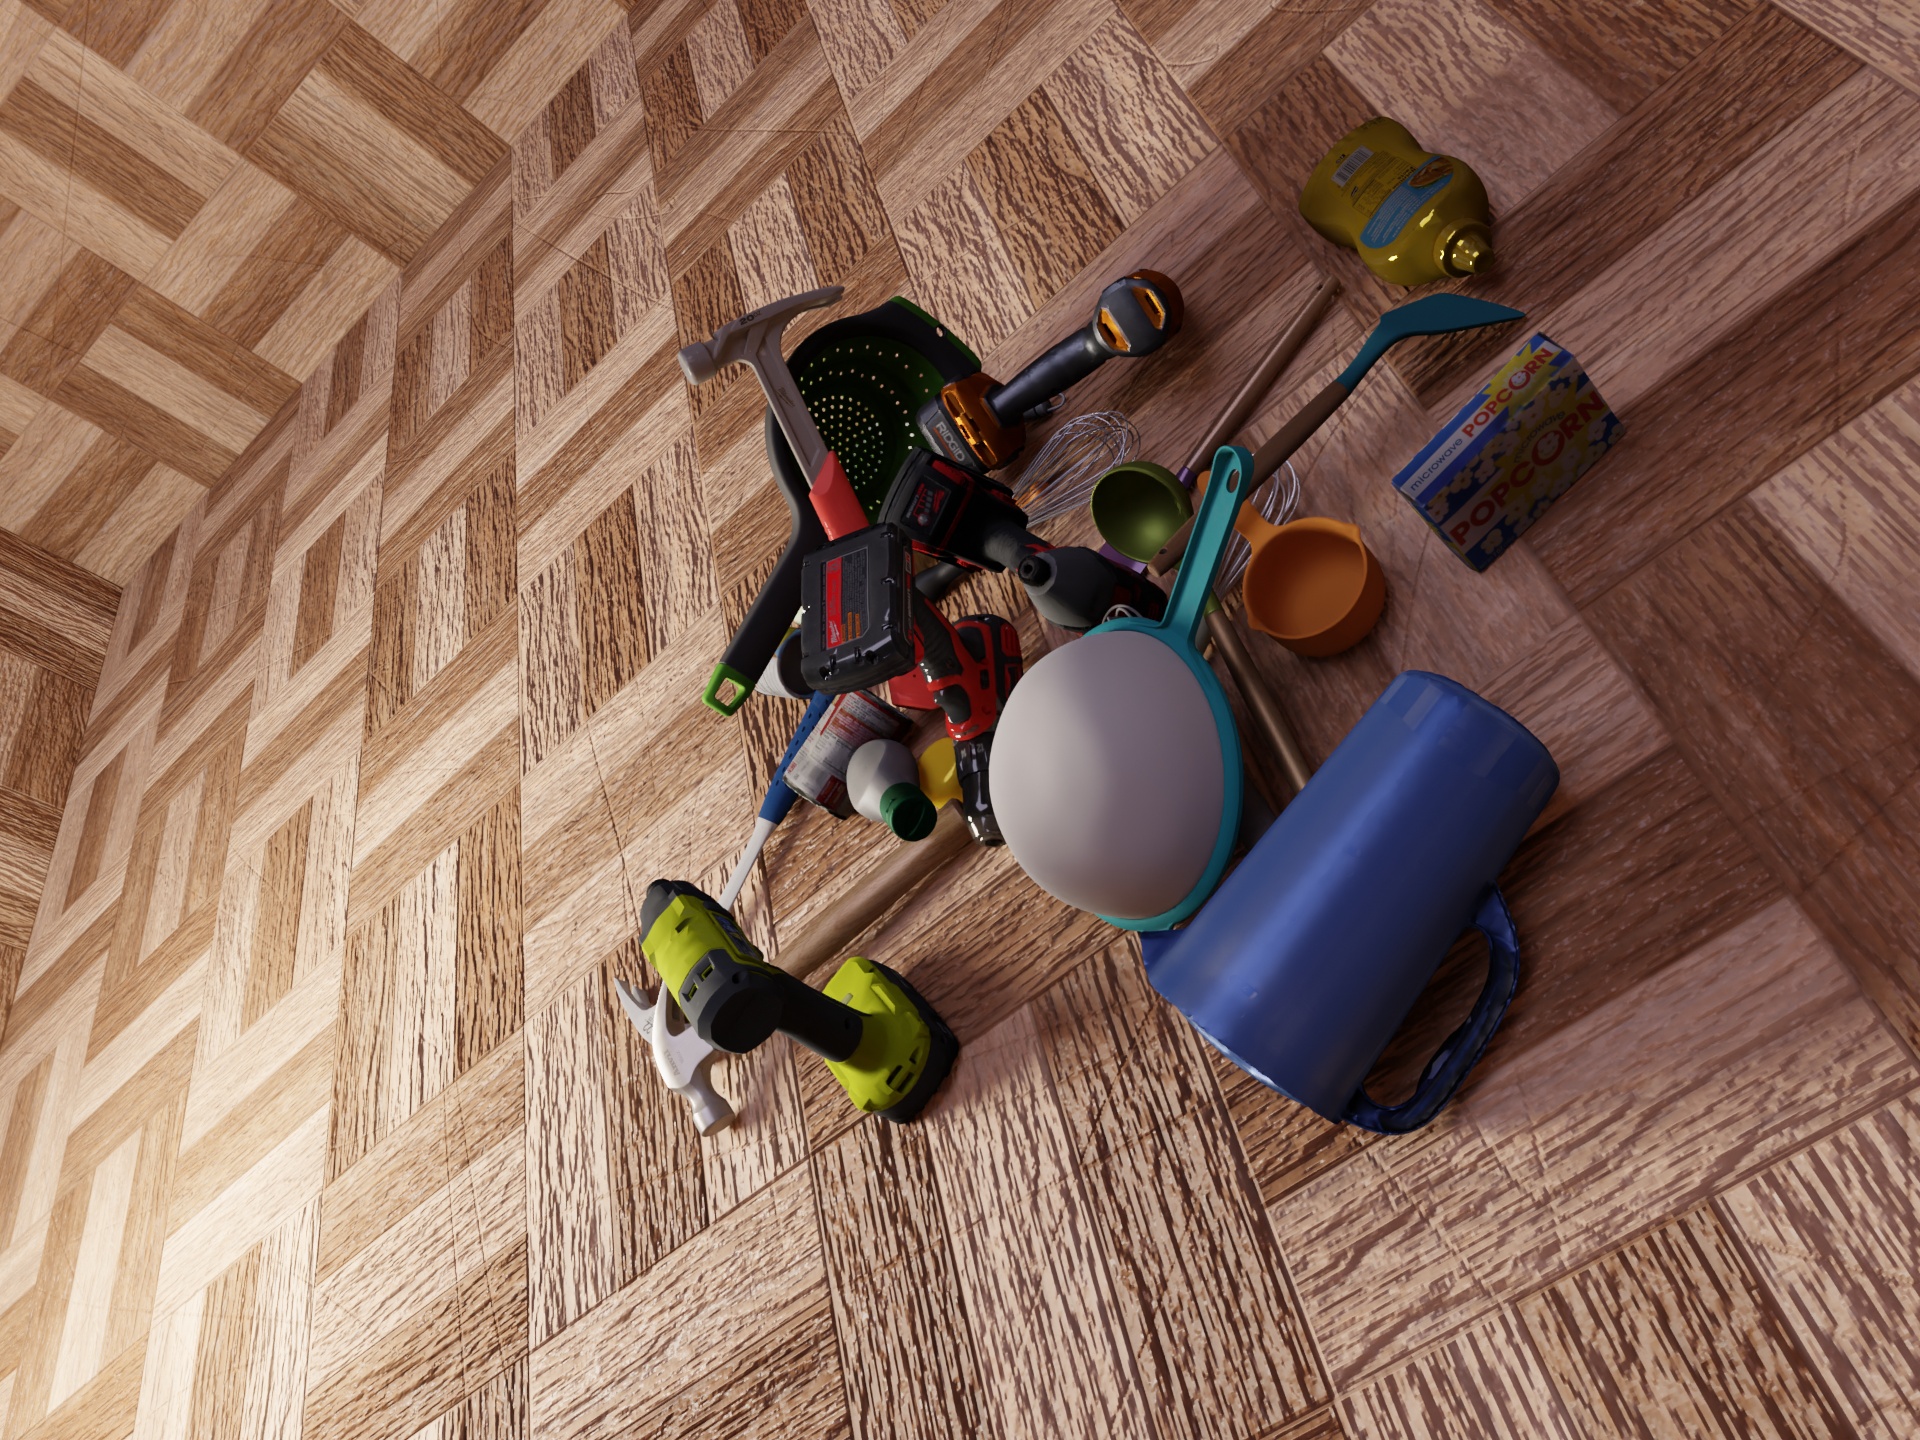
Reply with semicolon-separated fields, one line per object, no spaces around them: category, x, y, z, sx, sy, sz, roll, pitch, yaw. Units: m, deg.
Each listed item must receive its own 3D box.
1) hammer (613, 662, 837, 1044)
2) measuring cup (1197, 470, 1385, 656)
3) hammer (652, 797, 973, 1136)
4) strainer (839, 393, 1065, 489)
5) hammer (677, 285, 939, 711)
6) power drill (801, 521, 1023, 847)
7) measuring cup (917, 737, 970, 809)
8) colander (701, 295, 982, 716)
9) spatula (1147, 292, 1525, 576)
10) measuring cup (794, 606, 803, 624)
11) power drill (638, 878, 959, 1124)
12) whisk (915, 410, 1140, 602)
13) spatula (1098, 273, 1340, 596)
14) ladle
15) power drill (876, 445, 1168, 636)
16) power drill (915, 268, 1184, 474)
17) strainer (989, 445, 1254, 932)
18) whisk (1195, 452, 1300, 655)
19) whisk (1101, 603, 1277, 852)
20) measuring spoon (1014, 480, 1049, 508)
hammer;-0.178;0.097;1.397;0.144;0.035;0.405;15;75;50
measuring cup;0.221;-0.113;1.090;0.095;0.052;0.174;-45;49;12
hammer;-0.117;0.177;1.256;0.331;0.031;0.130;-42;65;11
strainer;-0.011;-0.257;1.471;0.258;0.050;0.087;-13;67;34
hammer;-0.091;-0.175;1.317;0.149;0.359;0.037;-26;0;-10
power drill;-0.020;-0.022;1.165;0.080;0.226;0.188;-17;59;26
measuring cup;-0.002;-0.004;1.285;0.062;0.029;0.157;-11;59;42
colander;-0.128;-0.181;1.401;0.397;0.204;0.094;-61;26;-12
spatula;0.247;-0.201;1.086;0.317;0.044;0.082;-43;40;-8
measuring cup;-0.143;-0.110;1.493;0.168;0.083;0.038;5;106;60
power drill;-0.120;0.190;1.116;0.080;0.223;0.171;-54;38;3
whisk;0.038;-0.166;1.344;0.284;0.070;0.070;-37;42;32
spatula;0.193;-0.216;1.240;0.316;0.018;0.060;-53;37;5
ladle;0.171;-0.049;1.068;0.078;0.062;0.320;115;141;-49
power drill;0.042;-0.127;1.205;0.220;0.143;0.078;35;103;40
power drill;0.086;-0.296;1.328;0.226;0.084;0.164;-31;9;23
strainer;0.097;-0.017;1.019;0.211;0.095;0.340;46;129;45
whisk;0.178;-0.085;1.143;0.058;0.059;0.246;23;85;24
whisk;0.157;0.012;1.066;0.055;0.055;0.239;-42;56;18
measuring spoon;0.030;-0.184;1.395;0.117;0.011;0.021;-22;49;36
